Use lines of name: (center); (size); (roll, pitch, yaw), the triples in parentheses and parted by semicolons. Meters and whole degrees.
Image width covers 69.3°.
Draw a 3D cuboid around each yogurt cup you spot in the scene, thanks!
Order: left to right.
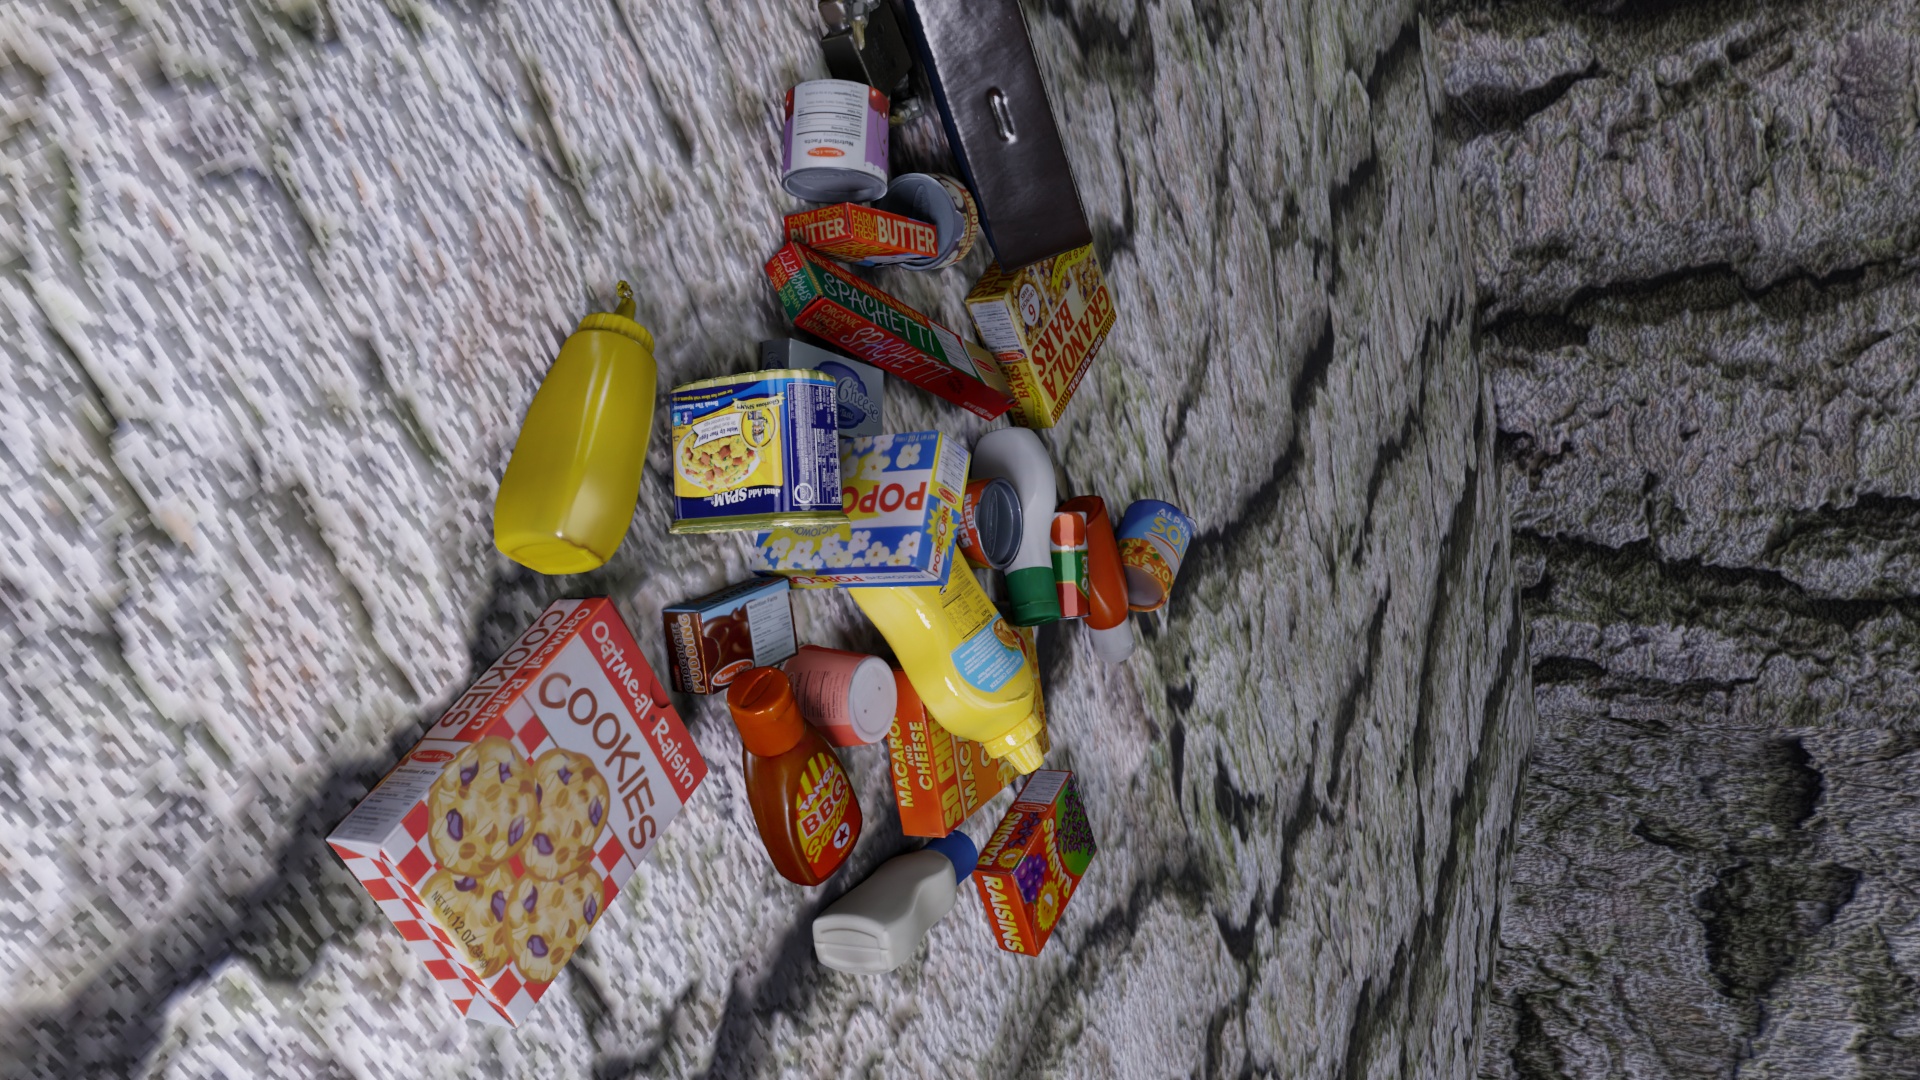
yogurt cup: (-0.076, 0.099, 0.868); (0.072, 0.054, 0.072); (6, 83, -59)

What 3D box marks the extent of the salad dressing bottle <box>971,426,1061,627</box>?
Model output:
salad dressing bottle: (0.046, -0.010, 1.046); (0.044, 0.064, 0.148); (18, 59, -57)

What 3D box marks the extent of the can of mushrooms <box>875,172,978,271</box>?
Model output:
can of mushrooms: (-0.021, -0.219, 0.957); (0.033, 0.071, 0.071); (-27, 112, -58)

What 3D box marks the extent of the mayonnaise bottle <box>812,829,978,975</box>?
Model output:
mayonnaise bottle: (-0.035, 0.237, 0.925); (0.148, 0.064, 0.041); (-24, 109, -61)

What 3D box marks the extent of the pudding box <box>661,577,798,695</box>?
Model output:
pudding box: (-0.131, 0.053, 0.802); (0.084, 0.030, 0.049); (-23, 110, -57)

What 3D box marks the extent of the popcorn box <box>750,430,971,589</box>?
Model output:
popcorn box: (-0.060, -0.016, 0.830); (0.038, 0.126, 0.085); (32, 61, -51)

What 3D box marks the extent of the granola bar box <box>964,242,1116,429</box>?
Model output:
granola bar box: (0.069, -0.188, 1.137); (0.166, 0.039, 0.123); (-59, 136, -42)

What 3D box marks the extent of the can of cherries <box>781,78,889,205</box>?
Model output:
can of cherries: (-0.078, -0.248, 0.872); (0.071, 0.071, 0.058); (10, 80, -59)

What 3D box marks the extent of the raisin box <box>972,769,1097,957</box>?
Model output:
raisin box: (0.061, 0.254, 1.105); (0.124, 0.040, 0.085); (-48, 130, -48)

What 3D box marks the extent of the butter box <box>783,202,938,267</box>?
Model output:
butter box: (-0.063, -0.197, 0.903); (0.104, 0.053, 0.024); (-6, 93, -59)

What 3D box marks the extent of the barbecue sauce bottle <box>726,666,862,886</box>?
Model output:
barbecue sauce bottle: (-0.099, 0.136, 0.812); (0.065, 0.044, 0.147); (-53, 144, -36)

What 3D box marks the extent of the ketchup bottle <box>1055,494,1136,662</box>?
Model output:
ketchup bottle: (0.119, 0.037, 1.204); (0.065, 0.043, 0.148); (-51, 131, -46)

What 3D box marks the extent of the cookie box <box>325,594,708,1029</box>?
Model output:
cookie box: (-0.202, 0.125, 0.671); (0.168, 0.040, 0.122); (-56, 134, -44)

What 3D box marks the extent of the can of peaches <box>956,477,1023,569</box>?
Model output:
can of peaches: (0.004, -0.013, 1.002); (0.071, 0.058, 0.071); (2, 88, -59)

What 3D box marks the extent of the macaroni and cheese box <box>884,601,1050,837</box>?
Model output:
macaroni and cheese box: (0.005, 0.126, 1.015); (0.167, 0.040, 0.123); (-25, 109, -57)

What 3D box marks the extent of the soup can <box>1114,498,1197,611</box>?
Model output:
soup can: (0.171, 0.013, 1.266); (0.071, 0.071, 0.084); (63, 40, -36)

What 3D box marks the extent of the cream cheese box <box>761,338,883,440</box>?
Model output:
cream cheese box: (-0.087, -0.093, 0.887); (0.104, 0.024, 0.053); (9, 80, -59)

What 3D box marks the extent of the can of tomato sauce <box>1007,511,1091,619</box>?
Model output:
can of tomato sauce: (0.071, 0.019, 1.101); (0.071, 0.071, 0.083); (-3, 91, -59)

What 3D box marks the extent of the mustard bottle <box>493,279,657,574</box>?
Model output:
mustard bottle: (-0.182, -0.063, 0.692); (0.048, 0.065, 0.161); (40, 52, -46)

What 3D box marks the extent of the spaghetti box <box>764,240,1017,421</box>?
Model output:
spaghetti box: (-0.040, -0.137, 0.943); (0.250, 0.028, 0.050); (18, 39, -57)
